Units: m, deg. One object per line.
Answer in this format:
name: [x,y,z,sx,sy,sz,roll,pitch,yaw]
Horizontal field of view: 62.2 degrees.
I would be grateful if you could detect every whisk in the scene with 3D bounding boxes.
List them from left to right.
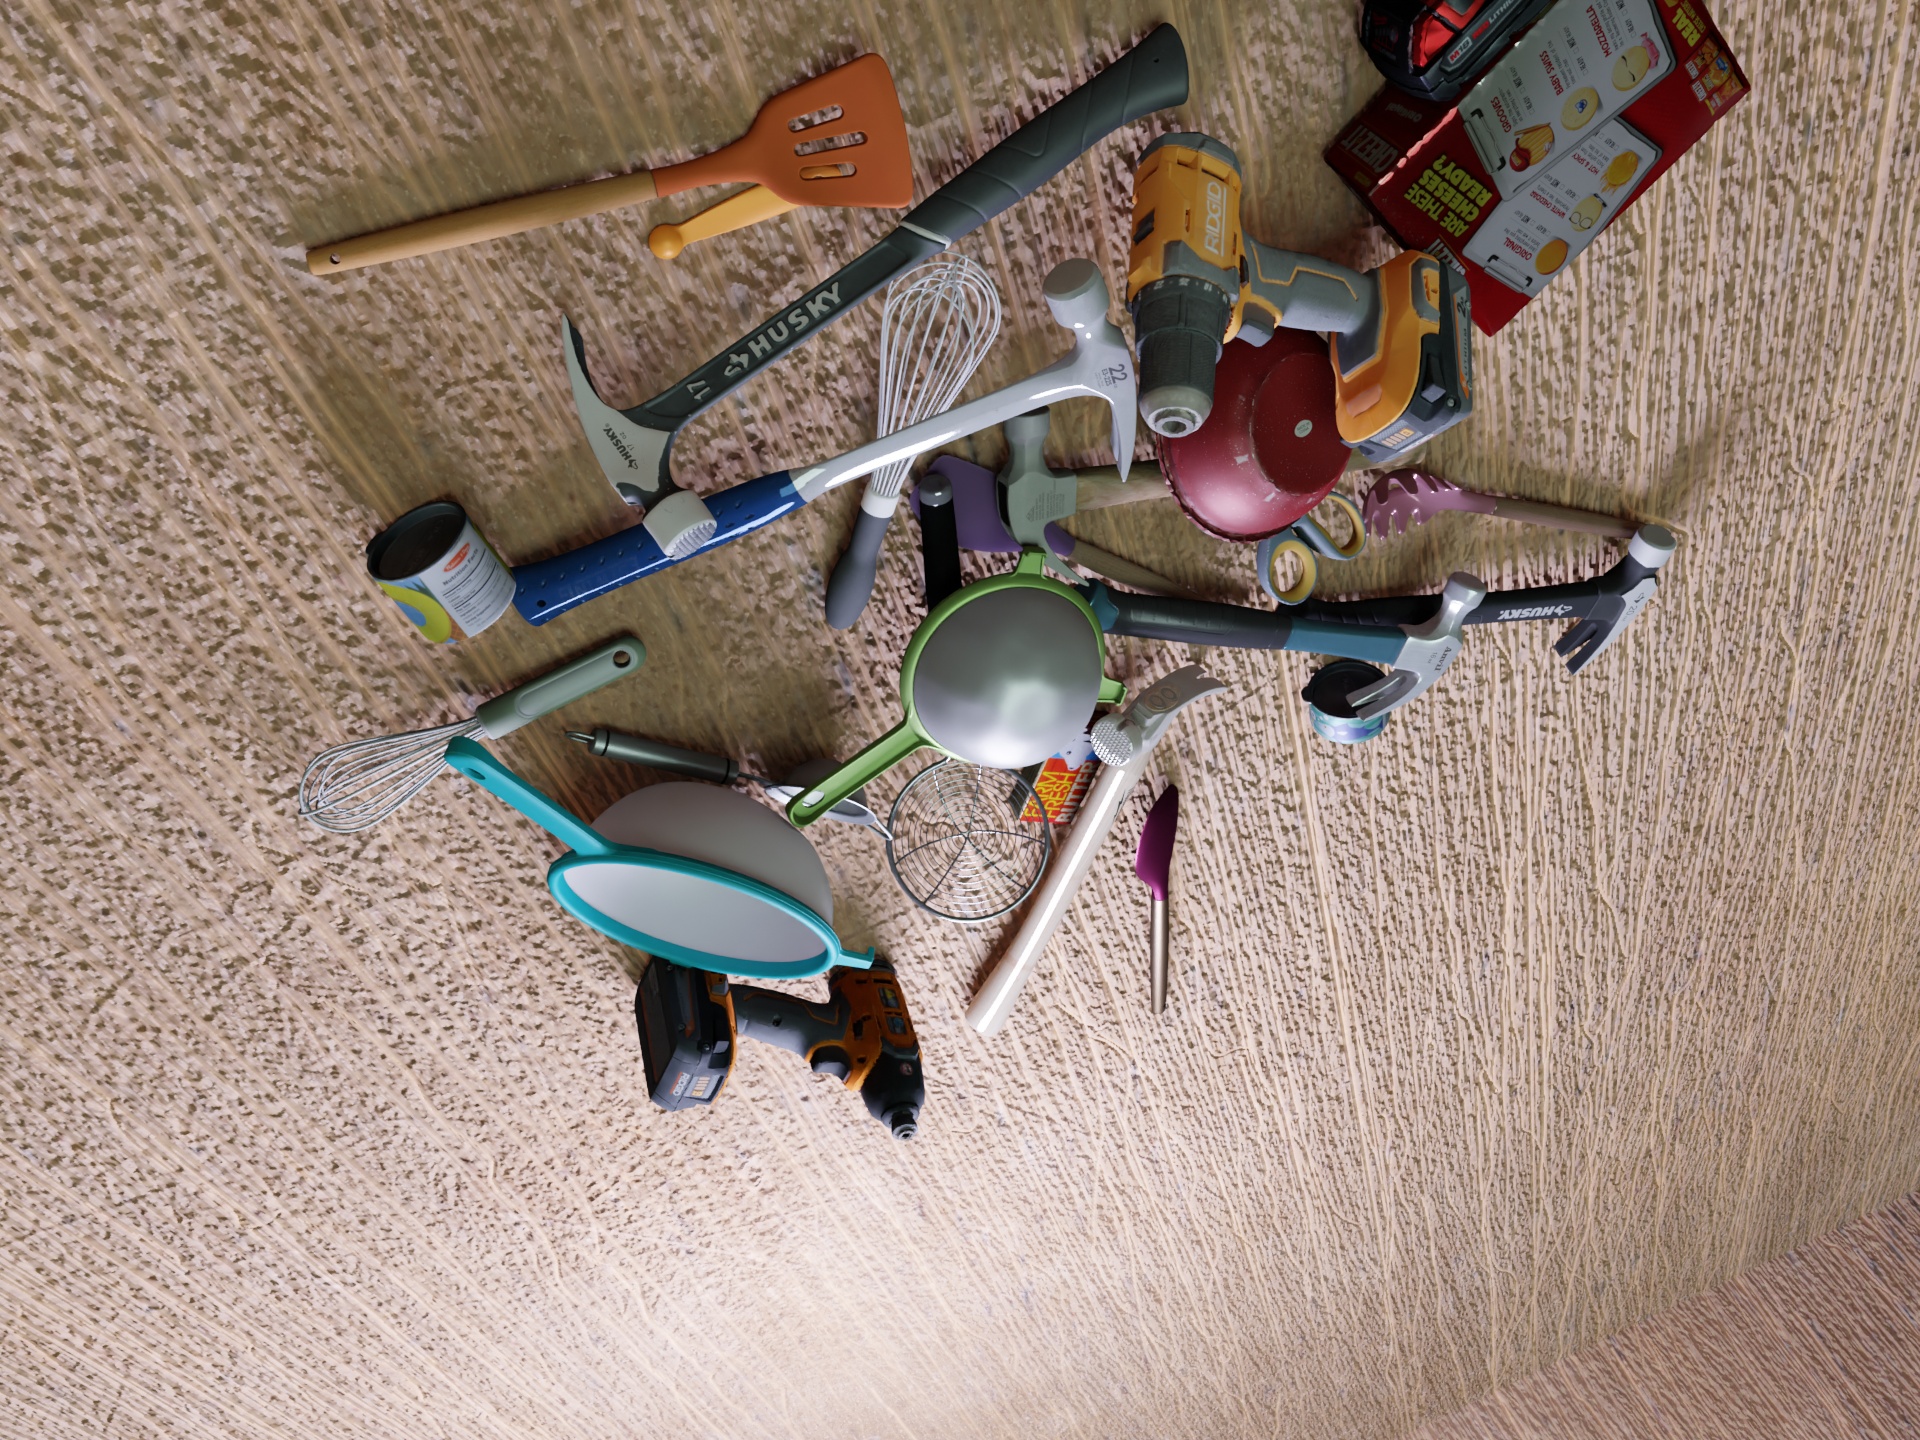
whisk: [-0.319,0.005,1.044,0.246,0.059,0.057,-27,107,-6]
whisk: [-0.041,-0.167,1.010,0.070,0.070,0.284,1,133,-25]

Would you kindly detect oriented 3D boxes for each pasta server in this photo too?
pasta server: [0.435,-0.159,1.241,0.316,0.040,0.060,4,149,-29]

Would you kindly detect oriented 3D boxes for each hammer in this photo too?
hammer: [-0.086,-0.141,0.964,0.405,0.035,0.143,-20,138,11]
hammer: [-0.040,-0.266,0.898,0.409,0.149,0.036,-36,171,-3]
hammer: [0.095,0.124,1.319,0.146,0.038,0.410,-29,152,-44]
hammer: [0.181,-0.173,1.111,0.331,0.031,0.130,-11,122,-18]
hammer: [0.230,-0.069,1.190,0.331,0.033,0.128,5,124,-21]
hammer: [0.404,-0.086,1.285,0.334,0.035,0.146,-6,140,-16]

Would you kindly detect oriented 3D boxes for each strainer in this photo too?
strainer: [-0.211,0.071,1.089,0.211,0.095,0.340,-6,146,34]
strainer: [-0.159,0.037,1.146,0.258,0.050,0.087,15,165,-27]
strainer: [-0.005,0.009,1.083,0.256,0.069,0.151,-34,126,1]

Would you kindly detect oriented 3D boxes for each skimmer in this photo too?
skimmer: [-0.002,-0.004,1.138,0.127,0.090,0.362,-7,134,-2]

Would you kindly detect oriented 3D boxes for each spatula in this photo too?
spatula: [-0.187,-0.282,0.851,0.322,0.041,0.081,-16,116,-8]
spatula: [0.095,-0.114,1.142,0.315,0.018,0.059,19,121,-34]

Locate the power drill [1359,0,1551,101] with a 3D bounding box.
power drill: [0.228,-0.453,0.866,0.143,0.079,0.219,-44,130,16]

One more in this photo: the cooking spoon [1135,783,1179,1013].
cooking spoon: [0.178,0.170,1.417,0.069,0.017,0.318,-48,149,-31]

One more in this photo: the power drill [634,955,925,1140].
power drill: [-0.134,0.261,1.270,0.226,0.164,0.084,10,126,-28]

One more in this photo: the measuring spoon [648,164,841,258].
measuring spoon: [-0.120,-0.287,0.897,0.117,0.011,0.021,-23,135,-4]

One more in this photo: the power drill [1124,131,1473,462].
power drill: [0.196,-0.227,0.943,0.226,0.185,0.084,17,156,-25]
